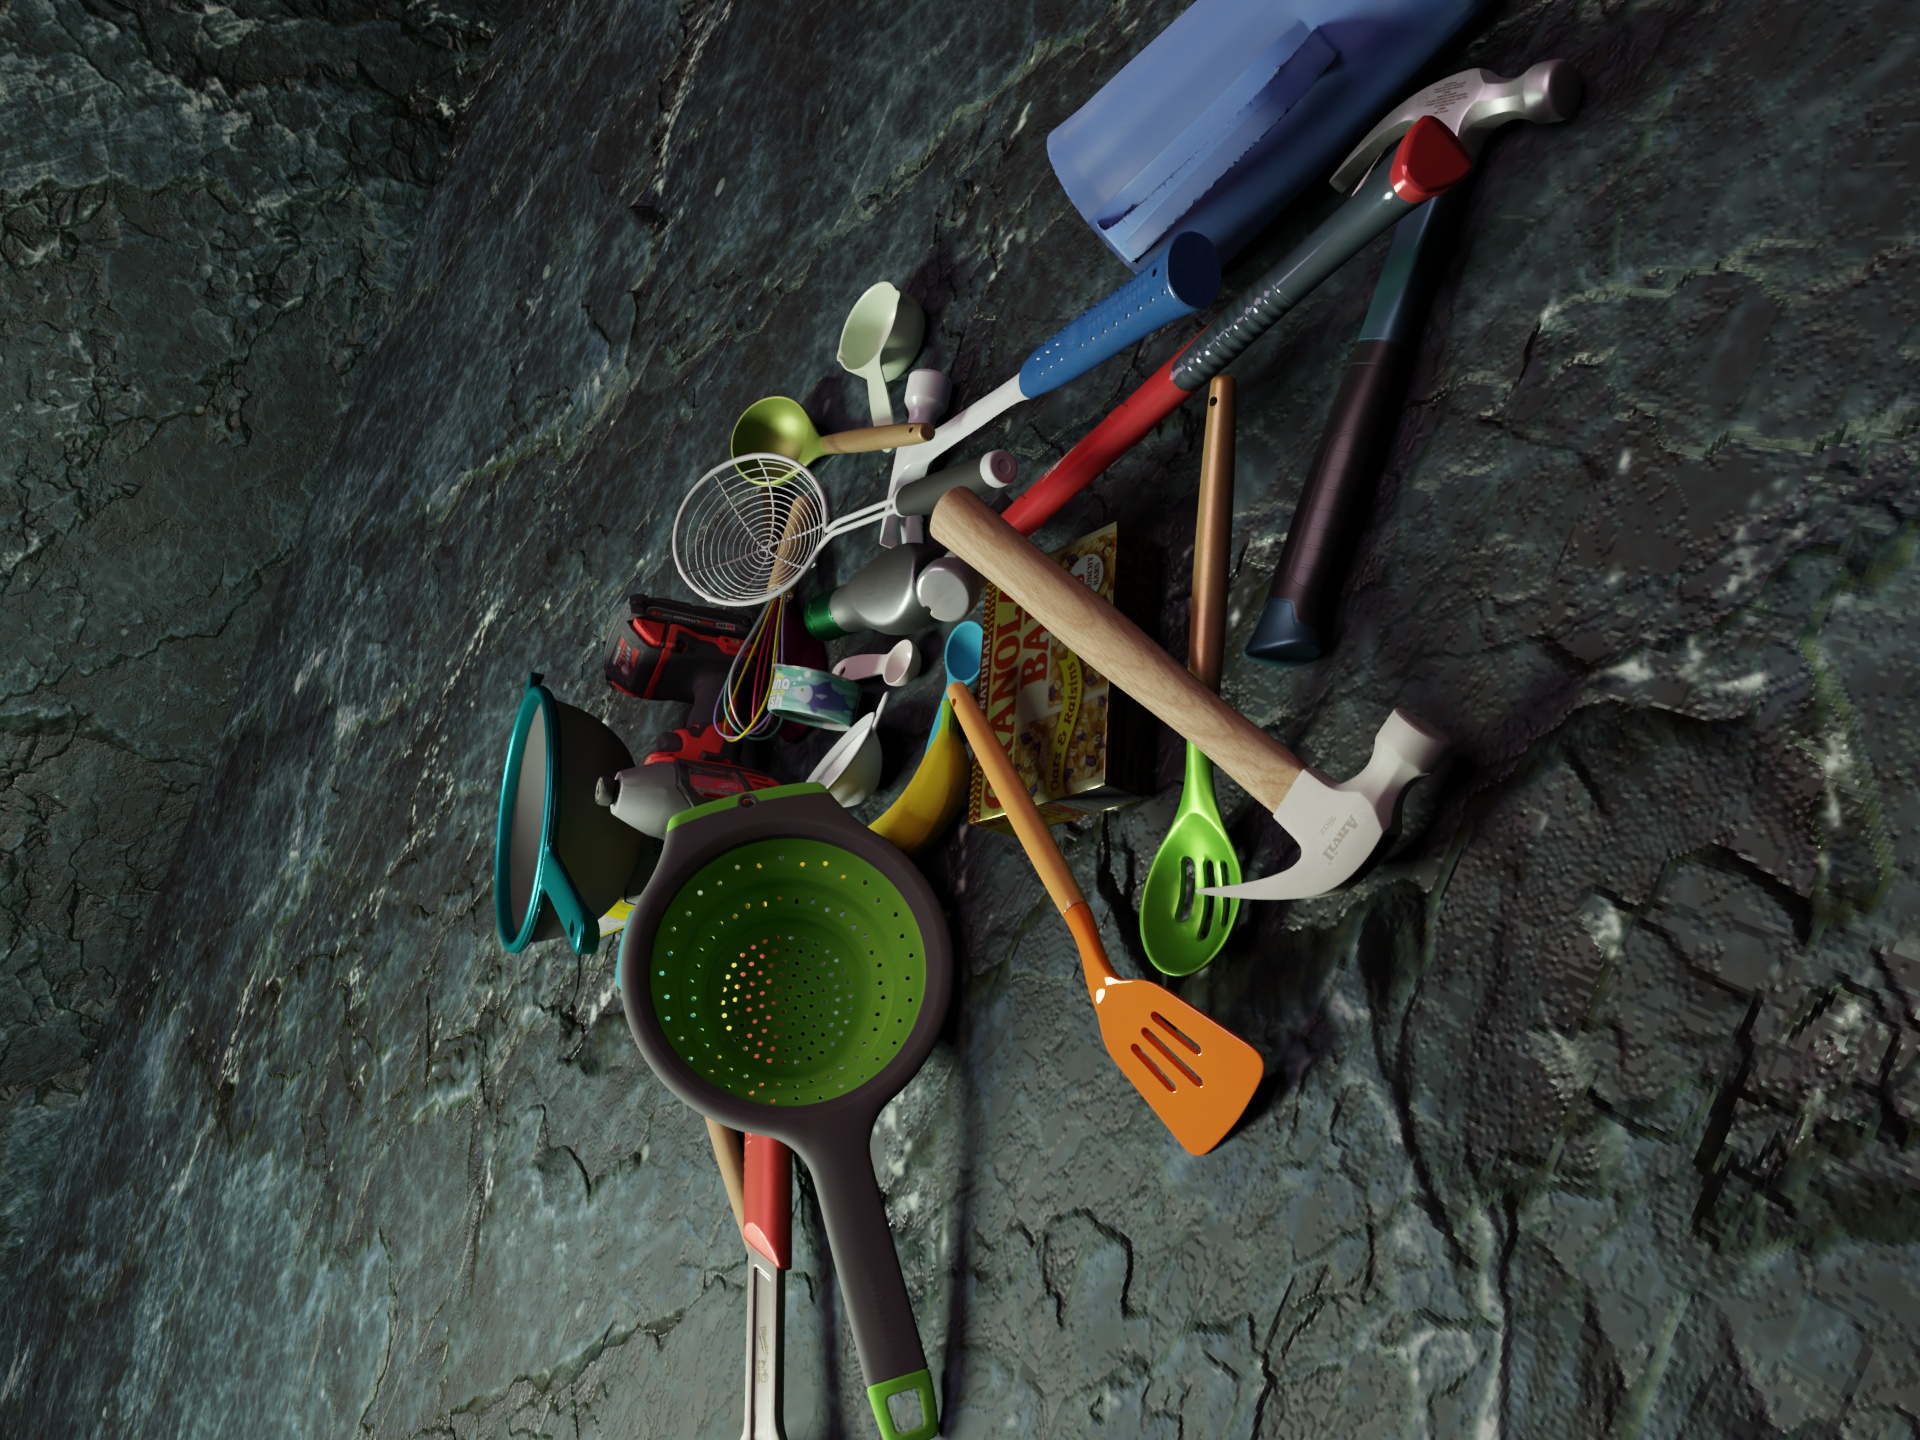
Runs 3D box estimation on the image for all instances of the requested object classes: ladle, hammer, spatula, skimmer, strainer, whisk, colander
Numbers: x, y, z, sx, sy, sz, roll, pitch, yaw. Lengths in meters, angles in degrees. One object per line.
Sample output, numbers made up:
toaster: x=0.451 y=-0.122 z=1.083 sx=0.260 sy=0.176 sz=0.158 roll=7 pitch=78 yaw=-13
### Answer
ladle: x=-0.101 y=-0.219 z=1.226 sx=0.320 sy=0.062 sz=0.078 roll=15 pitch=84 yaw=64
hammer: x=0.125 y=-0.196 z=0.906 sx=0.386 sy=0.038 sz=0.143 roll=-38 pitch=9 yaw=36
hammer: x=0.219 y=-0.185 z=0.843 sx=0.128 sy=0.033 sz=0.331 roll=16 pitch=86 yaw=54
hammer: x=0.040 y=-0.209 z=1.014 sx=0.405 sy=0.035 sz=0.144 roll=-14 pitch=62 yaw=65
spatula: x=0.062 y=0.087 z=0.874 sx=0.323 sy=0.041 sz=0.081 roll=62 pitch=140 yaw=41
skimmer: x=-0.092 y=-0.153 z=1.106 sx=0.363 sy=0.090 sz=0.127 roll=-6 pitch=64 yaw=59
strainer: x=-0.280 y=0.099 z=1.211 sx=0.341 sy=0.095 sz=0.211 roll=36 pitch=116 yaw=61
hammer: x=0.091 y=-0.027 z=0.829 sx=0.332 sy=0.031 sz=0.130 roll=43 pitch=112 yaw=35
whisk: x=-0.142 y=-0.083 z=1.240 sx=0.047 sy=0.051 sz=0.245 roll=117 pitch=167 yaw=-54
hammer: x=-0.118 y=0.306 z=1.031 sx=0.149 sy=0.036 sz=0.359 roll=-24 pitch=51 yaw=28
spatula: x=-0.193 y=0.271 z=1.154 sx=0.318 sy=0.044 sz=0.082 roll=59 pitch=139 yaw=46
strainer: x=-0.131 y=0.074 z=1.133 sx=0.258 sy=0.050 sz=0.087 roll=-38 pitch=15 yaw=16
colander: x=-0.086 y=0.239 z=0.984 sx=0.094 sy=0.204 sz=0.397 roll=106 pitch=149 yaw=-65

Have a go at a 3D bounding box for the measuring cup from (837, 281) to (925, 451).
measuring cup: x=-0.054 y=-0.269 z=1.246 sx=0.083 sy=0.038 sz=0.168 roll=-37 pitch=49 yaw=37

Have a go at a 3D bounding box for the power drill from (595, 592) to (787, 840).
power drill: x=-0.215 y=0.006 z=1.230 sx=0.078 sy=0.143 sz=0.220 roll=-60 pitch=32 yaw=36

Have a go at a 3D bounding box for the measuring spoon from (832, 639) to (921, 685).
measuring spoon: x=-0.061 y=-0.037 z=1.162 sx=0.124 sy=0.018 sz=0.034 roll=-4 pitch=66 yaw=59

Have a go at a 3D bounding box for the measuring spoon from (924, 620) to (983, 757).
measuring spoon: x=-0.002 y=-0.003 z=1.066 sx=0.042 sy=0.021 sz=0.128 roll=27 pitch=105 yaw=48

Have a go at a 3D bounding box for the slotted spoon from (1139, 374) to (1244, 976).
slotted spoon: x=0.130 y=-0.024 z=0.833 sx=0.070 sy=0.031 sz=0.314 roll=3 pitch=89 yaw=52

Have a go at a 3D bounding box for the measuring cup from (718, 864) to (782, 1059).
measuring cup: x=-0.154 y=0.179 z=1.172 sx=0.062 sy=0.029 sz=0.156 roll=18 pitch=100 yaw=55

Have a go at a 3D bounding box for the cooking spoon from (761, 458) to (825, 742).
cooking spoon: x=-0.148 y=-0.118 z=1.308 sx=0.068 sy=0.017 sz=0.319 roll=-39 pitch=45 yaw=34
